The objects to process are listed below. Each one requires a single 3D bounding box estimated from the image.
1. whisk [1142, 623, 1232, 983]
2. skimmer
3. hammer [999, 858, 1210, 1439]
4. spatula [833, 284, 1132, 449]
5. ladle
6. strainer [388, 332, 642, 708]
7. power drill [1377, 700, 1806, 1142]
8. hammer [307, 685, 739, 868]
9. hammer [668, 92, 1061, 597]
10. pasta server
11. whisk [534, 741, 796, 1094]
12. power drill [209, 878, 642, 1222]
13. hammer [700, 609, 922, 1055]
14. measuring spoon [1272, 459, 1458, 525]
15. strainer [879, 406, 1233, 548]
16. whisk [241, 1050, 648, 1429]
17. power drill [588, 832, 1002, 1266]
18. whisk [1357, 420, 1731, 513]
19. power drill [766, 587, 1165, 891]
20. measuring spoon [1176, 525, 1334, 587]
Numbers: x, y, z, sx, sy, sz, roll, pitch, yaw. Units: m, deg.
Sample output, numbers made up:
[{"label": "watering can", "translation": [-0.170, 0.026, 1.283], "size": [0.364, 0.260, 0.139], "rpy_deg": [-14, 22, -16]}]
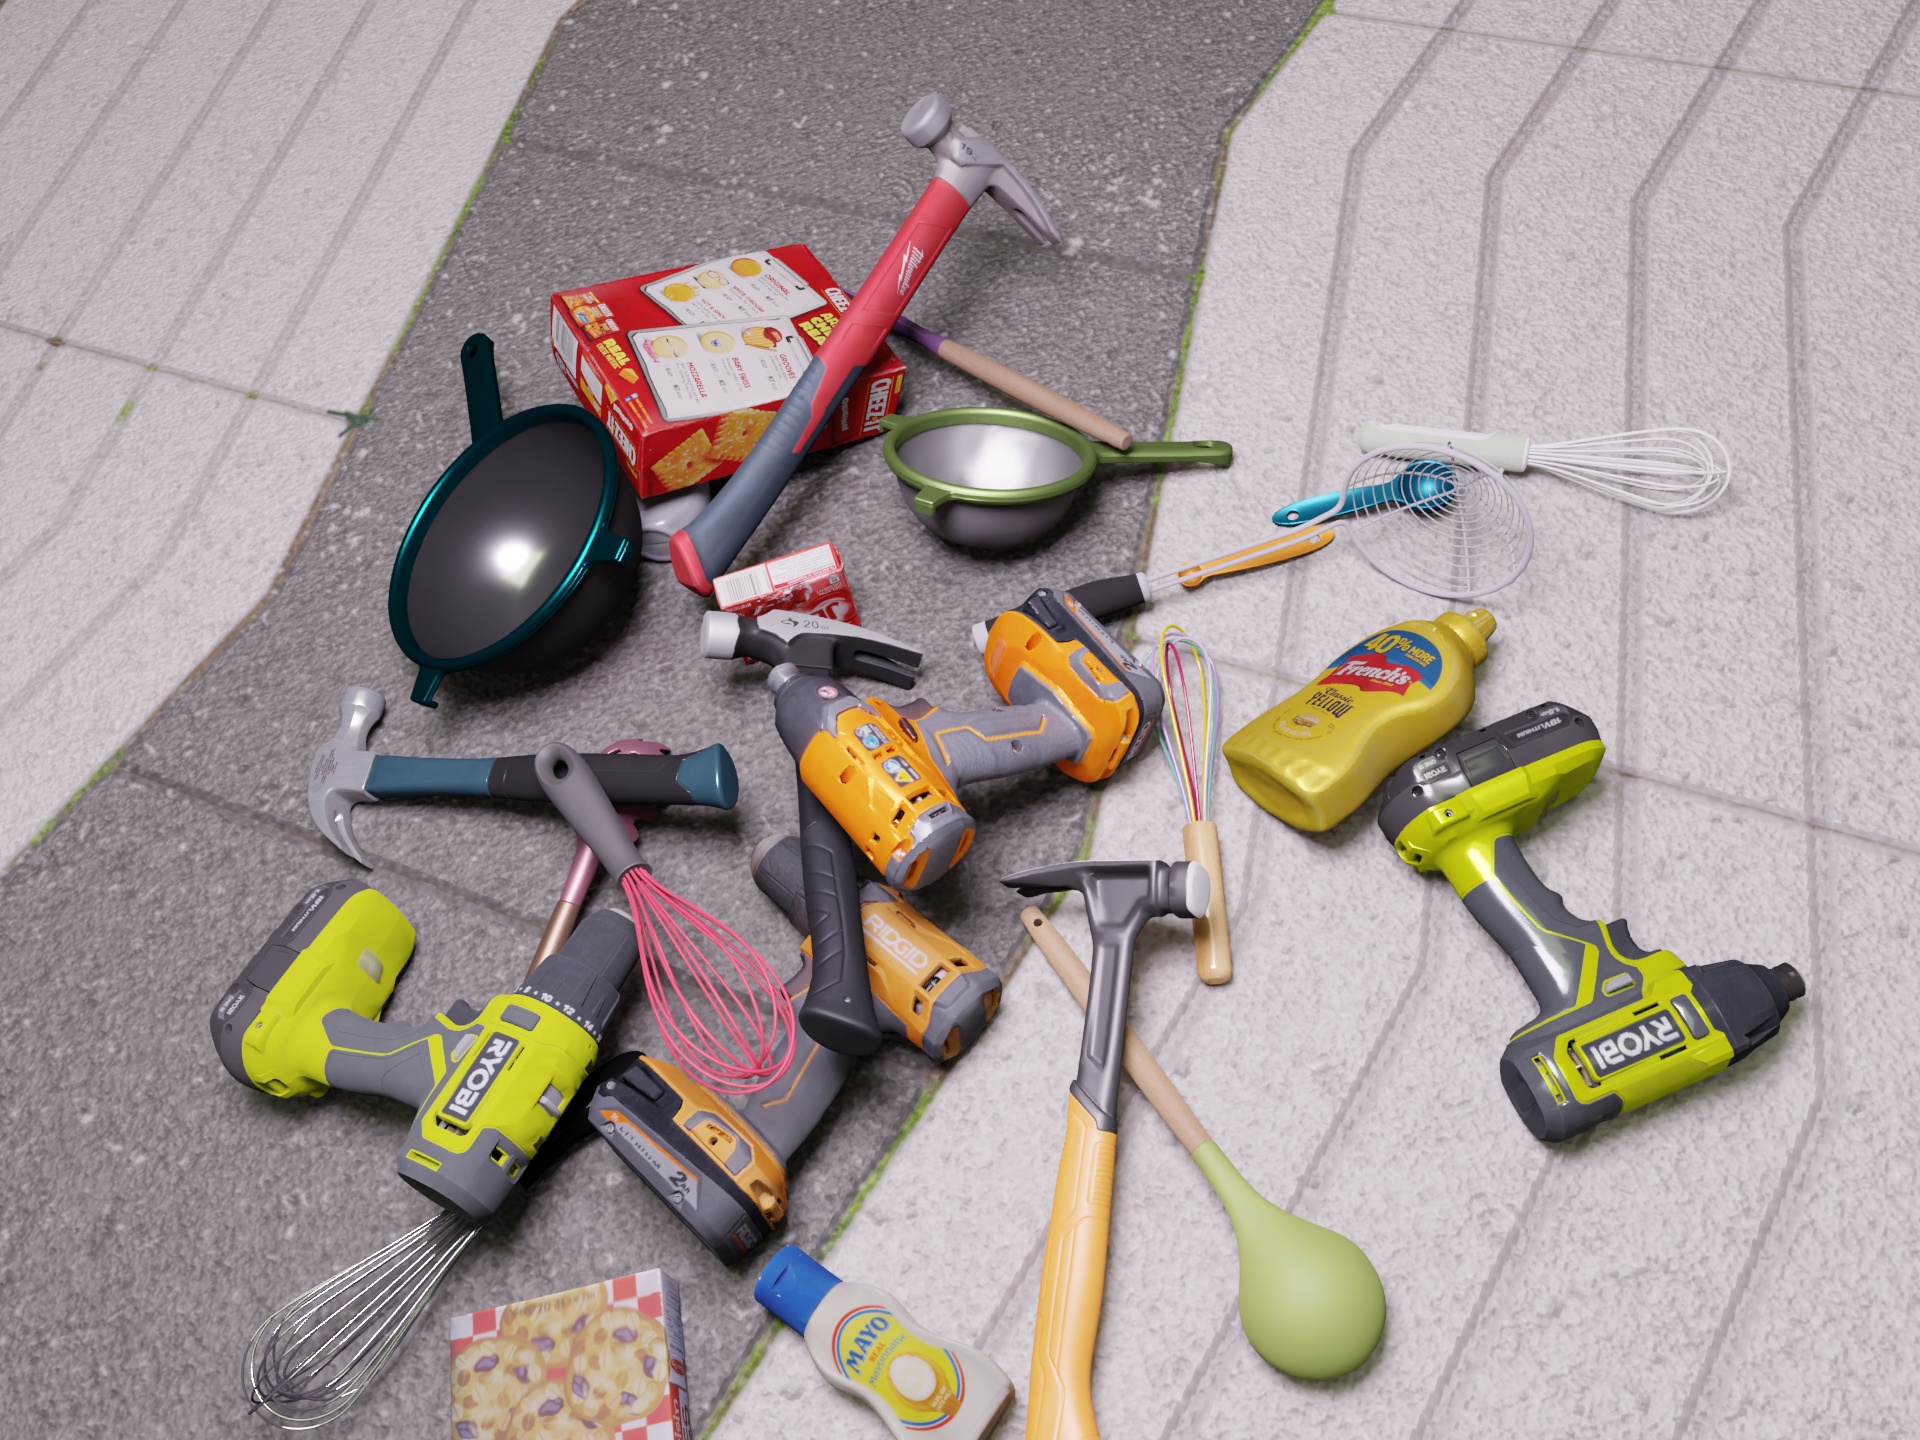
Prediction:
[{"label": "whisk", "translation": [0.146, 0.047, 1.008], "size": [0.051, 0.047, 0.245], "rpy_deg": [-6, 63, 9]}, {"label": "skimmer", "translation": [0.185, -0.091, 1.054], "size": [0.363, 0.127, 0.090], "rpy_deg": [-18, 41, 7]}, {"label": "hammer", "translation": [0.064, 0.241, 0.890], "size": [0.127, 0.034, 0.337], "rpy_deg": [-5, 65, 31]}, {"label": "spatula", "translation": [0.005, -0.270, 1.191], "size": [0.316, 0.059, 0.018], "rpy_deg": [35, 97, 31]}, {"label": "ladle", "translation": [0.125, 0.229, 0.913], "size": [0.078, 0.062, 0.320], "rpy_deg": [-32, 54, -8]}, {"label": "strainer", "translation": [-0.315, -0.159, 1.169], "size": [0.211, 0.095, 0.341], "rpy_deg": [-34, 49, 15]}, {"label": "power drill", "translation": [0.358, 0.109, 0.922], "size": [0.171, 0.080, 0.223], "rpy_deg": [-22, 63, -4]}, {"label": "hammer", "translation": [-0.296, 0.036, 1.056], "size": [0.331, 0.033, 0.128], "rpy_deg": [0, 62, 21]}, {"label": "hammer", "translation": [-0.074, -0.245, 1.130], "size": [0.386, 0.143, 0.038], "rpy_deg": [-58, 32, -8]}, {"label": "pasta server", "translation": [-0.259, 0.146, 1.025], "size": [0.060, 0.040, 0.316], "rpy_deg": [11, 66, 15]}, {"label": "whisk", "translation": [-0.183, 0.105, 0.932], "size": [0.073, 0.073, 0.296], "rpy_deg": [-35, 53, -12]}, {"label": "power drill", "translation": [-0.316, 0.176, 0.960], "size": [0.229, 0.080, 0.191], "rpy_deg": [13, 56, 27]}, {"label": "hammer", "translation": [-0.079, 0.057, 0.975], "size": [0.146, 0.035, 0.335], "rpy_deg": [5, 45, -17]}, {"label": "measuring spoon", "translation": [0.285, -0.151, 1.121], "size": [0.128, 0.021, 0.042], "rpy_deg": [-12, 57, 13]}, {"label": "strainer", "translation": [0.070, -0.168, 1.140], "size": [0.256, 0.069, 0.152], "rpy_deg": [-3, 34, -13]}, {"label": "whisk", "translation": [-0.293, 0.295, 0.929], "size": [0.070, 0.070, 0.284], "rpy_deg": [38, 67, 26]}, {"label": "power drill", "translation": [-0.113, 0.182, 0.950], "size": [0.185, 0.084, 0.226], "rpy_deg": [36, 67, 26]}, {"label": "whisk", "translation": [0.400, -0.184, 1.102], "size": [0.246, 0.059, 0.058], "rpy_deg": [11, 24, 19]}, {"label": "power drill", "translation": [-0.002, -0.003, 0.986], "size": [0.226, 0.084, 0.164], "rpy_deg": [-25, 61, -36]}, {"label": "measuring spoon", "translation": [0.206, -0.114, 1.113], "size": [0.117, 0.011, 0.021], "rpy_deg": [-17, 68, -5]}]
